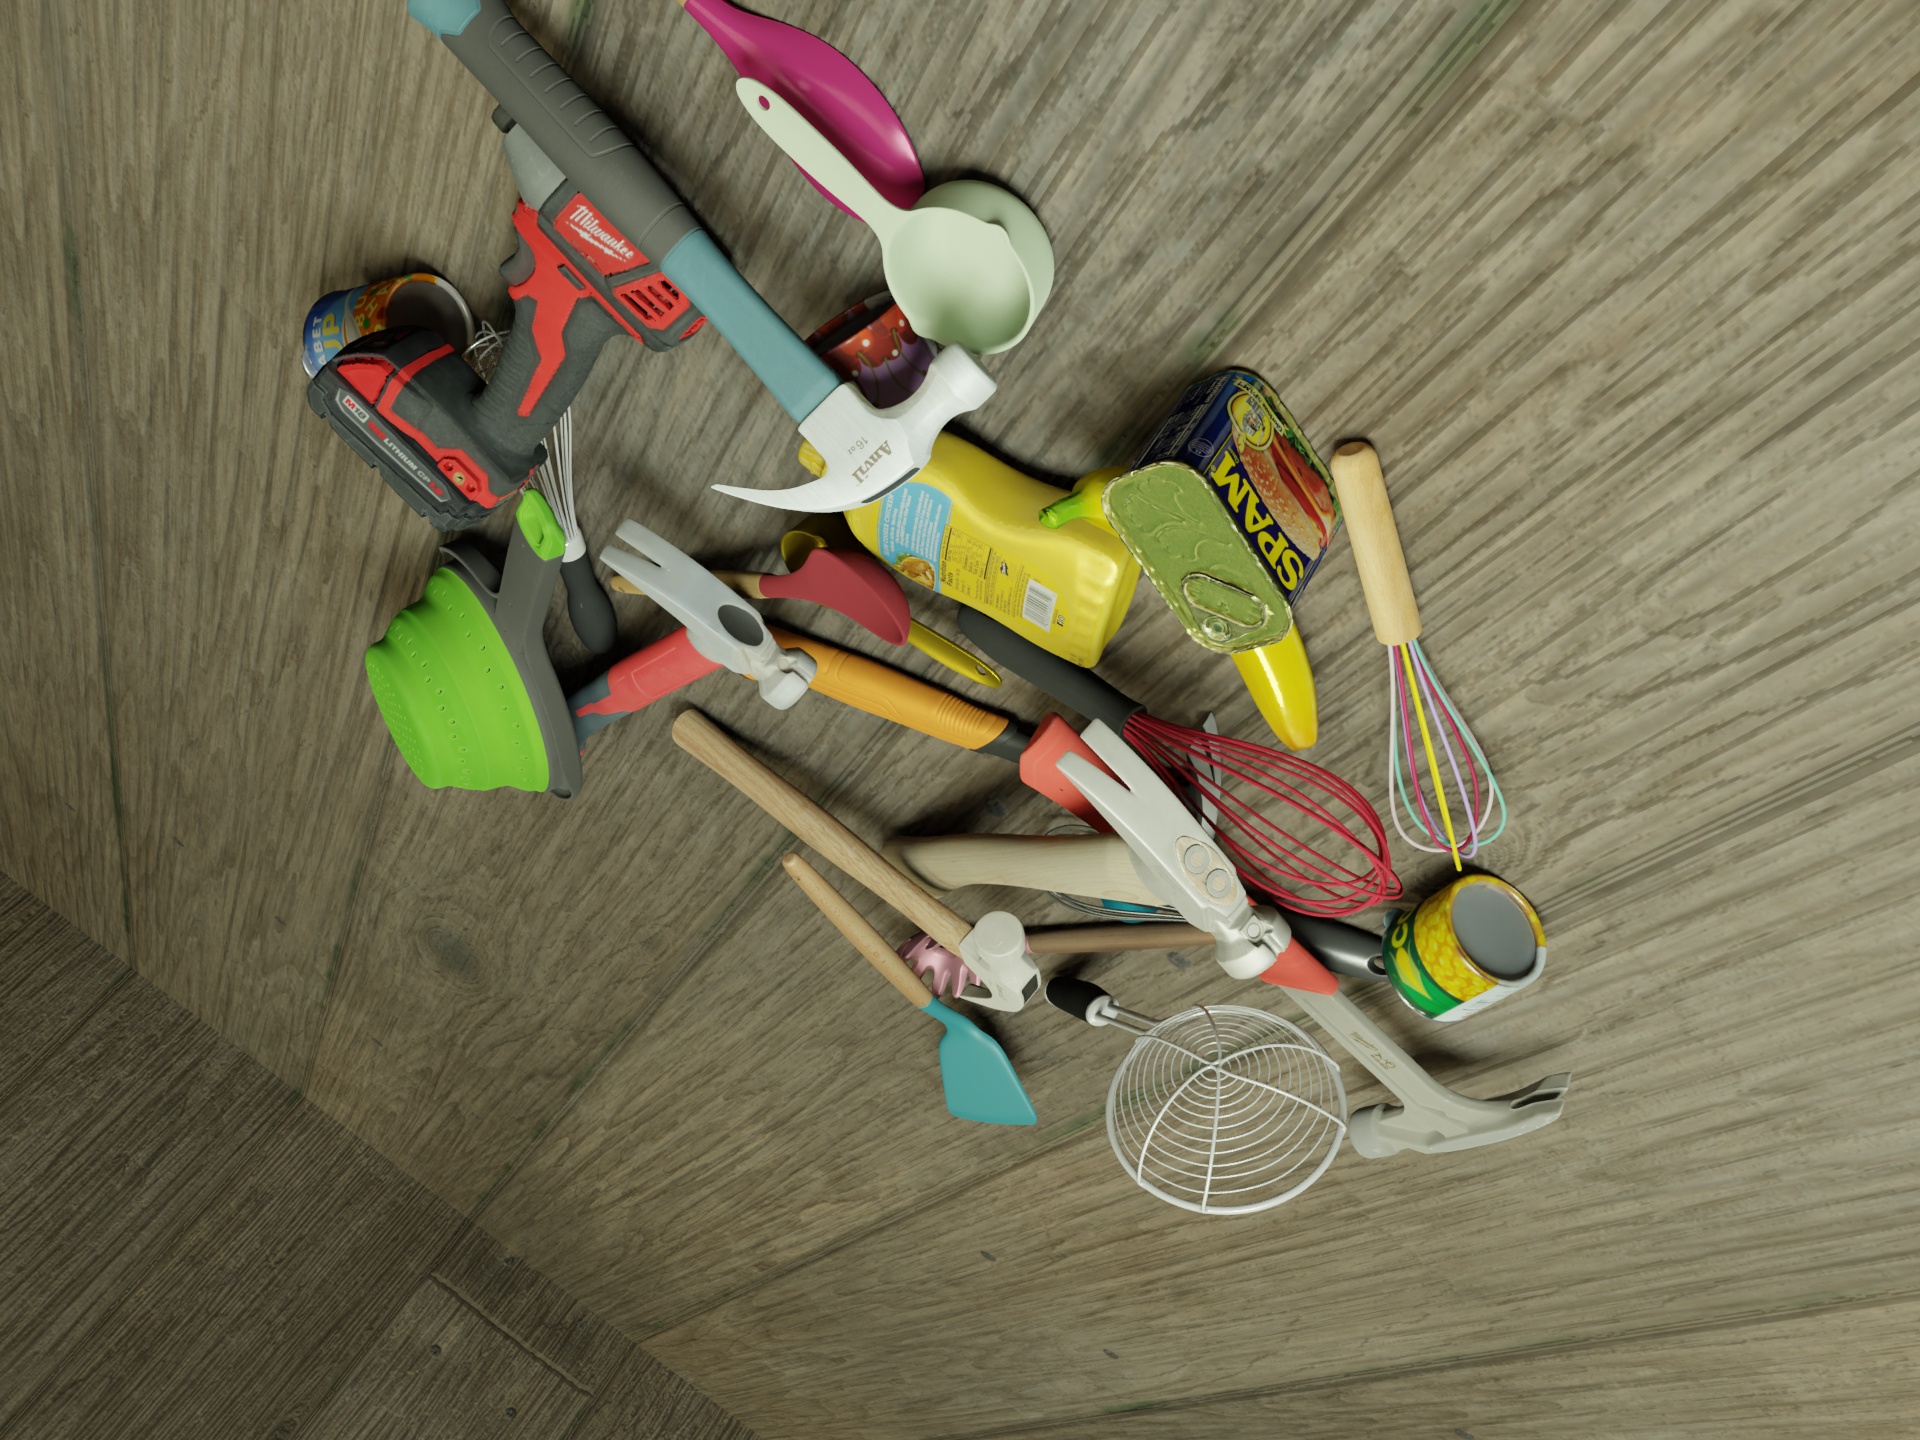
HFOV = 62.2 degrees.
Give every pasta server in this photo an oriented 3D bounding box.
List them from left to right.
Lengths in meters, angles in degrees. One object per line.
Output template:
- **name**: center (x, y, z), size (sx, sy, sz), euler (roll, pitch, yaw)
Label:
- **pasta server**: center (0.069, 0.159, 1.096), size (0.316, 0.040, 0.060), euler (-11, 136, 44)

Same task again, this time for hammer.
- **hammer**: center (-0.239, -0.032, 1.080), size (0.143, 0.038, 0.386), euler (39, 153, -19)
- **hammer**: center (-0.138, -0.230, 0.742), size (0.128, 0.033, 0.331), euler (-43, 85, 13)
- **hammer**: center (-0.077, 0.088, 1.073), size (0.331, 0.031, 0.129), euler (34, 158, 28)
- **hammer**: center (-0.002, -0.003, 0.972), size (0.337, 0.034, 0.127), euler (21, 143, 20)
- **hammer**: center (0.029, 0.076, 0.936), size (0.146, 0.038, 0.411), euler (48, 160, -13)
- **hammer**: center (0.176, 0.123, 0.908), size (0.359, 0.037, 0.149), euler (43, 140, -11)

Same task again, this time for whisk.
- **whisk**: center (-0.261, -0.138, 1.019), size (0.070, 0.070, 0.284), euler (22, 147, 18)
- **whisk**: center (0.106, 0.012, 0.841), size (0.296, 0.073, 0.073), euler (36, 148, 29)
- **whisk**: center (0.155, 0.115, 0.974), size (0.239, 0.055, 0.055), euler (15, 140, 18)
- **whisk**: center (0.218, -0.023, 0.764), size (0.051, 0.047, 0.244), euler (4, 130, 38)

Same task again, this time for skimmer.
- **skimmer**: center (0.116, 0.211, 0.974), size (0.090, 0.127, 0.363), euler (63, 169, -2)

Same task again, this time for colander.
- **colander**: center (-0.330, -0.044, 1.060), size (0.204, 0.094, 0.397), euler (60, 153, 7)

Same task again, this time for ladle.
- **ladle**: center (-0.130, -0.080, 0.959), size (0.315, 0.031, 0.069), euler (7, 140, 49)

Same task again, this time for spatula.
- **spatula**: center (-0.042, 0.198, 1.150), size (0.082, 0.044, 0.317), euler (-4, 139, 35)

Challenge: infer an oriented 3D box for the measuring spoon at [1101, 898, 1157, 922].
- **measuring spoon**: center (0.069, 0.108, 1.050), size (0.129, 0.021, 0.042), euler (14, 139, 26)

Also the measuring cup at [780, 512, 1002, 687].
- **measuring cup**: center (-0.035, -0.069, 0.917), size (0.156, 0.029, 0.062), euler (33, 149, 13)

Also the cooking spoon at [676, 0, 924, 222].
- **cooking spoon**: center (-0.138, -0.343, 0.710), size (0.318, 0.017, 0.069), euler (43, 144, -12)

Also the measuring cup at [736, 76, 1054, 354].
- **measuring cup**: center (-0.028, -0.238, 0.719), size (0.167, 0.038, 0.083), euler (40, 146, -9)

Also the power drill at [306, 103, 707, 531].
- **power drill**: center (-0.236, -0.214, 0.840), size (0.219, 0.079, 0.143), euler (-36, 106, 27)
